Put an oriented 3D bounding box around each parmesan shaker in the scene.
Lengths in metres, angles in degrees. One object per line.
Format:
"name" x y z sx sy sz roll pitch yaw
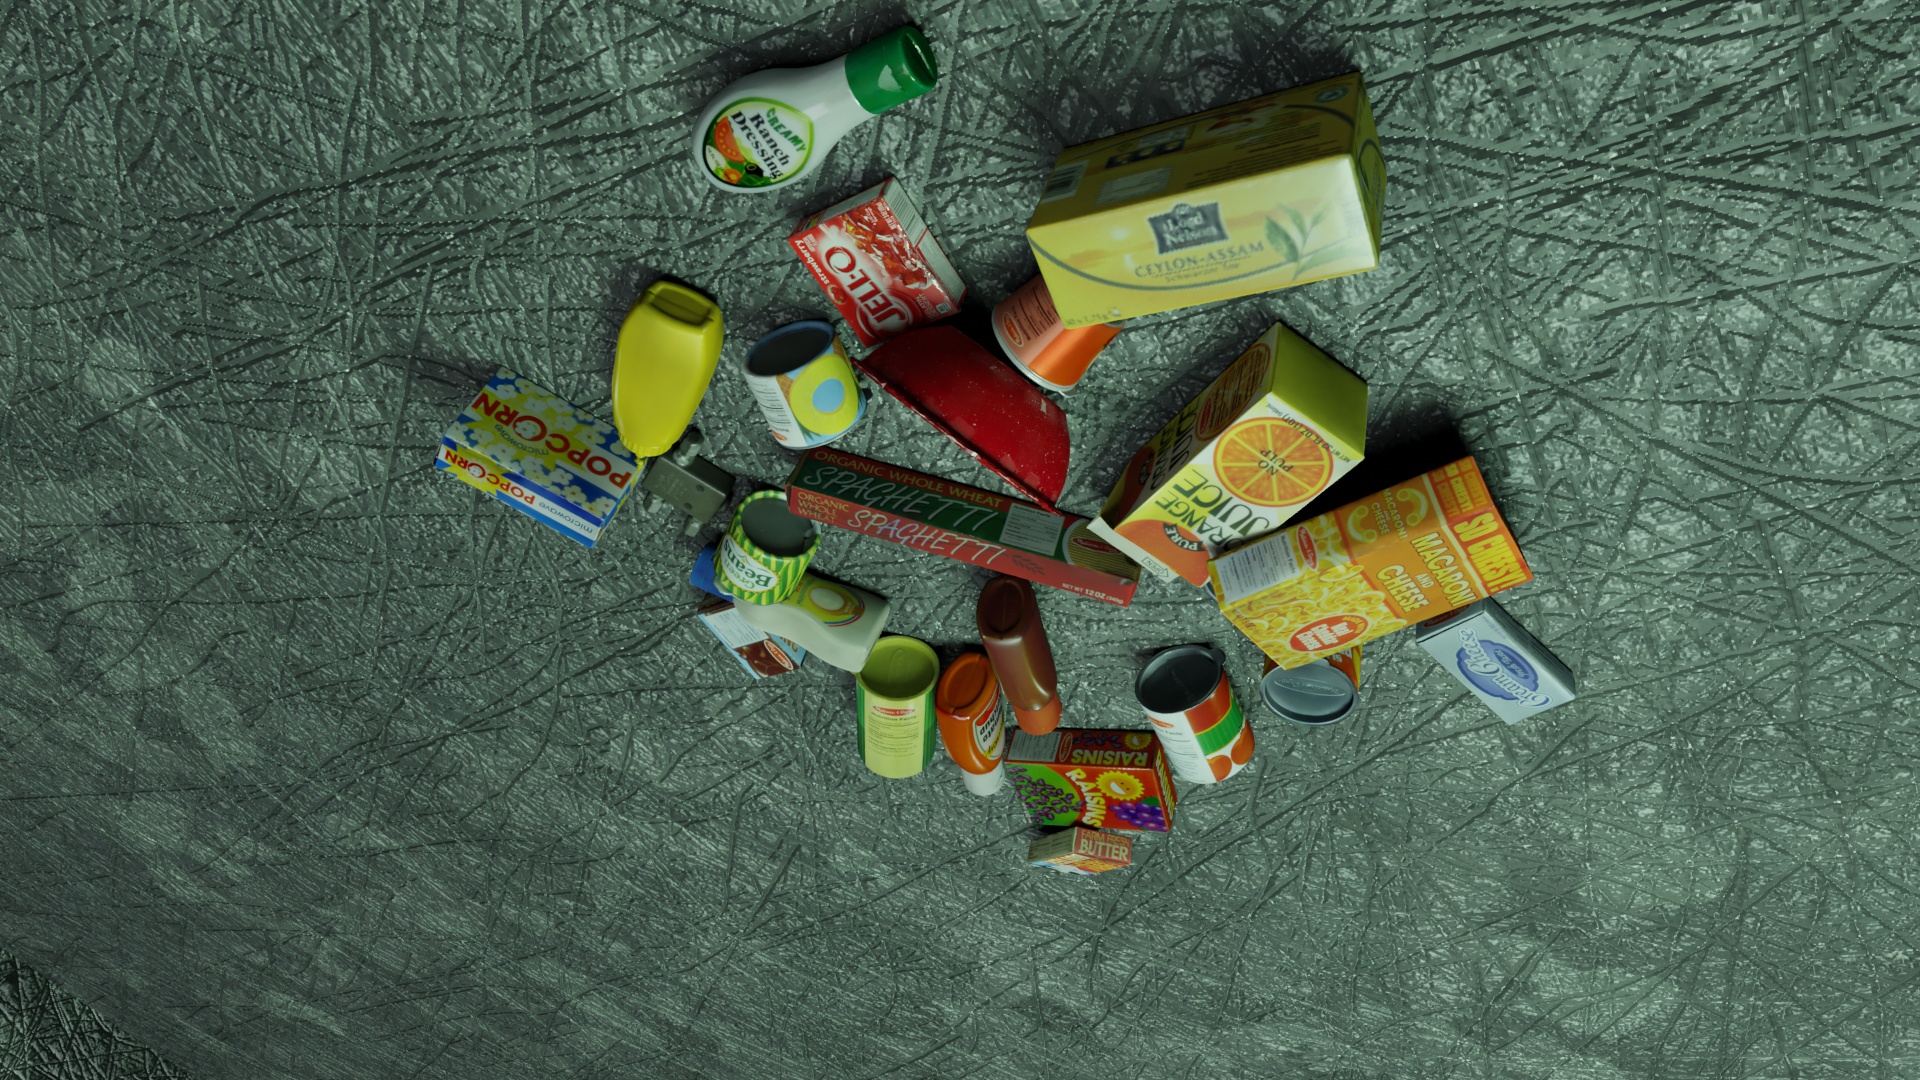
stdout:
"parmesan shaker" -0.054 0.133 1.111 0.071 0.072 0.102 12 136 8

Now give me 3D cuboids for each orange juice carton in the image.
"orange juice carton" 0.160 -0.039 0.864 0.072 0.073 0.191 32 135 -13

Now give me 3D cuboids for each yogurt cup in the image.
"yogurt cup" 0.060 -0.130 0.820 0.072 0.073 0.053 37 125 -17

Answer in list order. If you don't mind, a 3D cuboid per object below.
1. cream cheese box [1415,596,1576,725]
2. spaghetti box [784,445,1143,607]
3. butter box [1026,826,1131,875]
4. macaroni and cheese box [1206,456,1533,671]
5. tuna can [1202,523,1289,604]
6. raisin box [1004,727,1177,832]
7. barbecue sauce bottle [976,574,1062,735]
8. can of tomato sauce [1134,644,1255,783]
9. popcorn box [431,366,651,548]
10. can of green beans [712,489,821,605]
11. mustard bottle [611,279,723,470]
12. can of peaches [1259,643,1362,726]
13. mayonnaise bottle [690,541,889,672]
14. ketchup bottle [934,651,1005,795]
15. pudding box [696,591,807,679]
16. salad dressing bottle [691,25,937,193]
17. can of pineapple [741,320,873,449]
"cream cheese box" 0.363 0.080 0.941 0.103 0.024 0.053 39 133 -18
"spaghetti box" 0.003 -0.012 0.963 0.250 0.050 0.028 15 134 5
"butter box" 0.101 0.265 1.183 0.053 0.024 0.103 15 158 -15
"macaroni and cheese box" 0.253 0.018 0.856 0.166 0.040 0.123 -24 147 21
"tuna can" 0.198 0.016 0.932 0.071 0.033 0.070 10 135 10
"raisin box" 0.107 0.195 1.133 0.123 0.040 0.085 -1 132 22
"barbecue sauce bottle" 0.047 0.093 1.042 0.043 0.065 0.147 -4 140 13
"can of tomato sauce" 0.176 0.127 1.026 0.071 0.071 0.082 -10 129 27
"popcorn box" -0.298 -0.060 0.999 0.127 0.085 0.038 29 134 -8
"can of green beans" -0.142 0.005 1.019 0.071 0.071 0.057 27 135 -6
"mustard bottle" -0.208 -0.104 0.951 0.065 0.049 0.159 25 136 -5
"can of peaches" 0.245 0.084 0.964 0.071 0.058 0.070 10 134 11
"mayonnaise bottle" -0.132 0.046 1.061 0.148 0.065 0.041 23 133 2
"ketchup bottle" 0.011 0.154 1.114 0.043 0.065 0.148 16 145 19
"pudding box" -0.166 0.072 1.118 0.049 0.030 0.083 -18 124 31
"salad dressing bottle" -0.083 -0.242 0.777 0.147 0.044 0.064 -15 126 31
"can of pineapple" -0.100 -0.103 0.903 0.071 0.071 0.057 -4 131 23
